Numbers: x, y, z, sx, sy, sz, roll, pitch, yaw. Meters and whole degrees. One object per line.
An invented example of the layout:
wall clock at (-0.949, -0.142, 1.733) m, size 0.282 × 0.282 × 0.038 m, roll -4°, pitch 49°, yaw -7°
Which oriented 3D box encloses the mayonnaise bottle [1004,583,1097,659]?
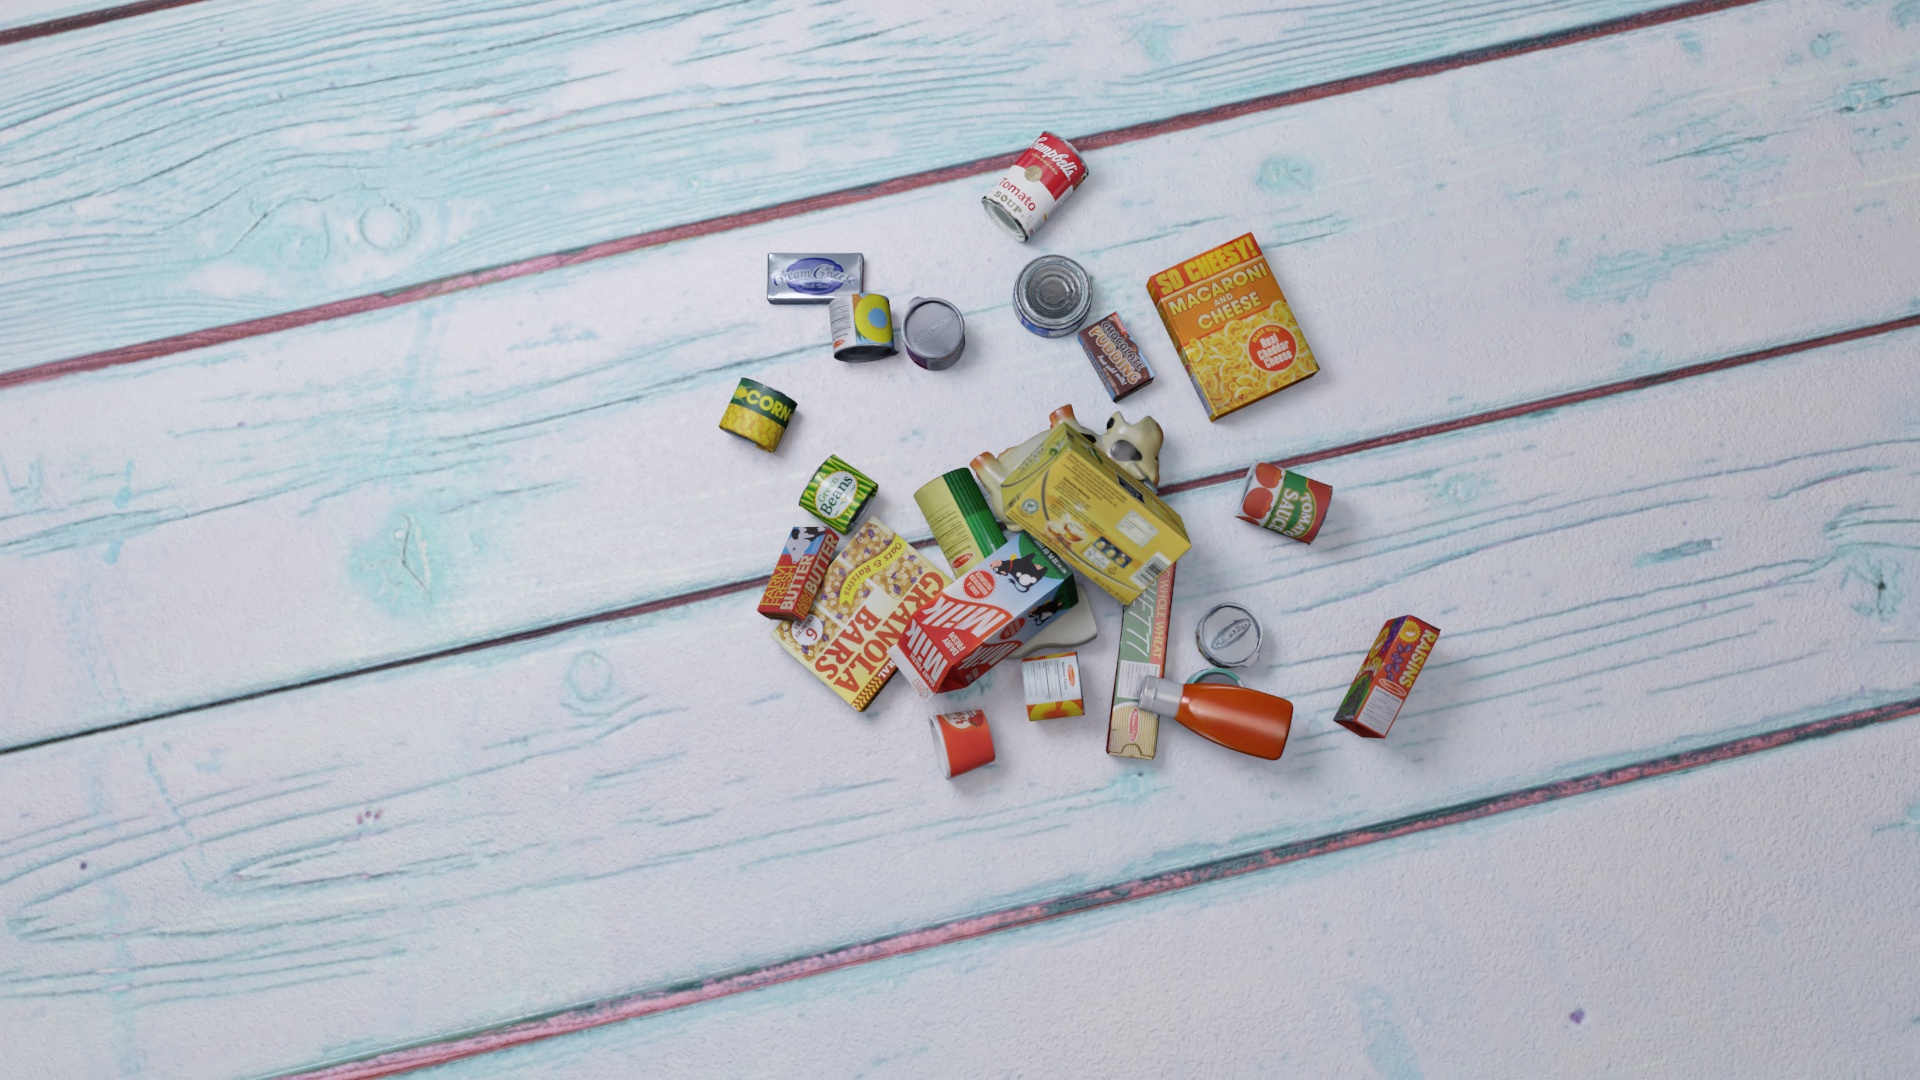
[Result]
mayonnaise bottle at (0.064, 0.092, 1.441) m, size 0.148 × 0.041 × 0.065 m, roll -16°, pitch 75°, yaw 0°

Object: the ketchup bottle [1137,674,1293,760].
ketchup bottle at (0.254, 0.171, 1.392) m, size 0.149 × 0.043 × 0.065 m, roll 16°, pitch 82°, yaw 2°

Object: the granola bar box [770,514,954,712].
granola bar box at (-0.097, 0.077, 1.446) m, size 0.124 × 0.039 × 0.166 m, roll 39°, pitch 84°, yaw 6°

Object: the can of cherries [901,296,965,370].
can of cherries at (-0.029, -0.221, 1.477) m, size 0.071 × 0.058 × 0.071 m, roll 0°, pitch 83°, yaw 2°

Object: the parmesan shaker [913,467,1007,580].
parmesan shaker at (0.005, -0.018, 1.442) m, size 0.071 × 0.071 × 0.103 m, roll -27°, pitch 82°, yaw -3°

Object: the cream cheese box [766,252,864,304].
cream cheese box at (-0.157, -0.283, 1.504) m, size 0.104 × 0.024 × 0.053 m, roll 0°, pitch 82°, yaw 1°

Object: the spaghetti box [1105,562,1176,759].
spaghetti box at (0.191, 0.100, 1.444) m, size 0.050 × 0.028 × 0.250 m, roll 7°, pitch 82°, yaw 2°

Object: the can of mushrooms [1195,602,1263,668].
can of mushrooms at (0.279, 0.101, 1.440) m, size 0.071 × 0.033 × 0.071 m, roll 0°, pitch 80°, yaw 0°

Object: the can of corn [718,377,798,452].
can of corn at (-0.212, -0.131, 1.460) m, size 0.071 × 0.071 × 0.058 m, roll 24°, pitch 84°, yaw 4°

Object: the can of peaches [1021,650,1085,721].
can of peaches at (0.095, 0.150, 1.420) m, size 0.058 × 0.071 × 0.071 m, roll -8°, pitch 82°, yaw 4°

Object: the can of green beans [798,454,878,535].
can of green beans at (-0.127, -0.047, 1.449) m, size 0.058 × 0.071 × 0.071 m, roll 34°, pitch 84°, yaw 5°

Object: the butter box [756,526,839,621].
butter box at (-0.167, 0.034, 1.433) m, size 0.053 × 0.024 × 0.104 m, roll -1°, pitch 58°, yaw 38°

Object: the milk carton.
milk carton at (0.021, 0.079, 1.388) m, size 0.191 × 0.073 × 0.072 m, roll -36°, pitch 63°, yaw -8°

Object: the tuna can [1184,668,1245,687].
tuna can at (0.260, 0.164, 1.433) m, size 0.071 × 0.033 × 0.071 m, roll 0°, pitch 82°, yaw 0°

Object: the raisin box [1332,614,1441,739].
raisin box at (0.432, 0.139, 1.408) m, size 0.040 × 0.086 × 0.123 m, roll 29°, pitch 84°, yaw 6°

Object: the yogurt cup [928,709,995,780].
yogurt cup at (0.003, 0.205, 1.415) m, size 0.054 × 0.072 × 0.072 m, roll -13°, pitch 82°, yaw -9°

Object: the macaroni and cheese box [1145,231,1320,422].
macaroni and cheese box at (0.289, -0.227, 1.483) m, size 0.124 × 0.040 × 0.166 m, roll -24°, pitch 83°, yaw -2°

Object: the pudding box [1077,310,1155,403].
pudding box at (0.167, -0.196, 1.485) m, size 0.050 × 0.030 × 0.084 m, roll -28°, pitch 83°, yaw -4°

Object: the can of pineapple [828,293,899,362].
can of pineapple at (-0.103, -0.225, 1.475) m, size 0.071 × 0.071 × 0.058 m, roll -6°, pitch 82°, yaw 0°

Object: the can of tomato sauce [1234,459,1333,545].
can of tomato sauce at (0.335, -0.040, 1.442) m, size 0.083 × 0.071 × 0.071 m, roll 21°, pitch 83°, yaw 4°
